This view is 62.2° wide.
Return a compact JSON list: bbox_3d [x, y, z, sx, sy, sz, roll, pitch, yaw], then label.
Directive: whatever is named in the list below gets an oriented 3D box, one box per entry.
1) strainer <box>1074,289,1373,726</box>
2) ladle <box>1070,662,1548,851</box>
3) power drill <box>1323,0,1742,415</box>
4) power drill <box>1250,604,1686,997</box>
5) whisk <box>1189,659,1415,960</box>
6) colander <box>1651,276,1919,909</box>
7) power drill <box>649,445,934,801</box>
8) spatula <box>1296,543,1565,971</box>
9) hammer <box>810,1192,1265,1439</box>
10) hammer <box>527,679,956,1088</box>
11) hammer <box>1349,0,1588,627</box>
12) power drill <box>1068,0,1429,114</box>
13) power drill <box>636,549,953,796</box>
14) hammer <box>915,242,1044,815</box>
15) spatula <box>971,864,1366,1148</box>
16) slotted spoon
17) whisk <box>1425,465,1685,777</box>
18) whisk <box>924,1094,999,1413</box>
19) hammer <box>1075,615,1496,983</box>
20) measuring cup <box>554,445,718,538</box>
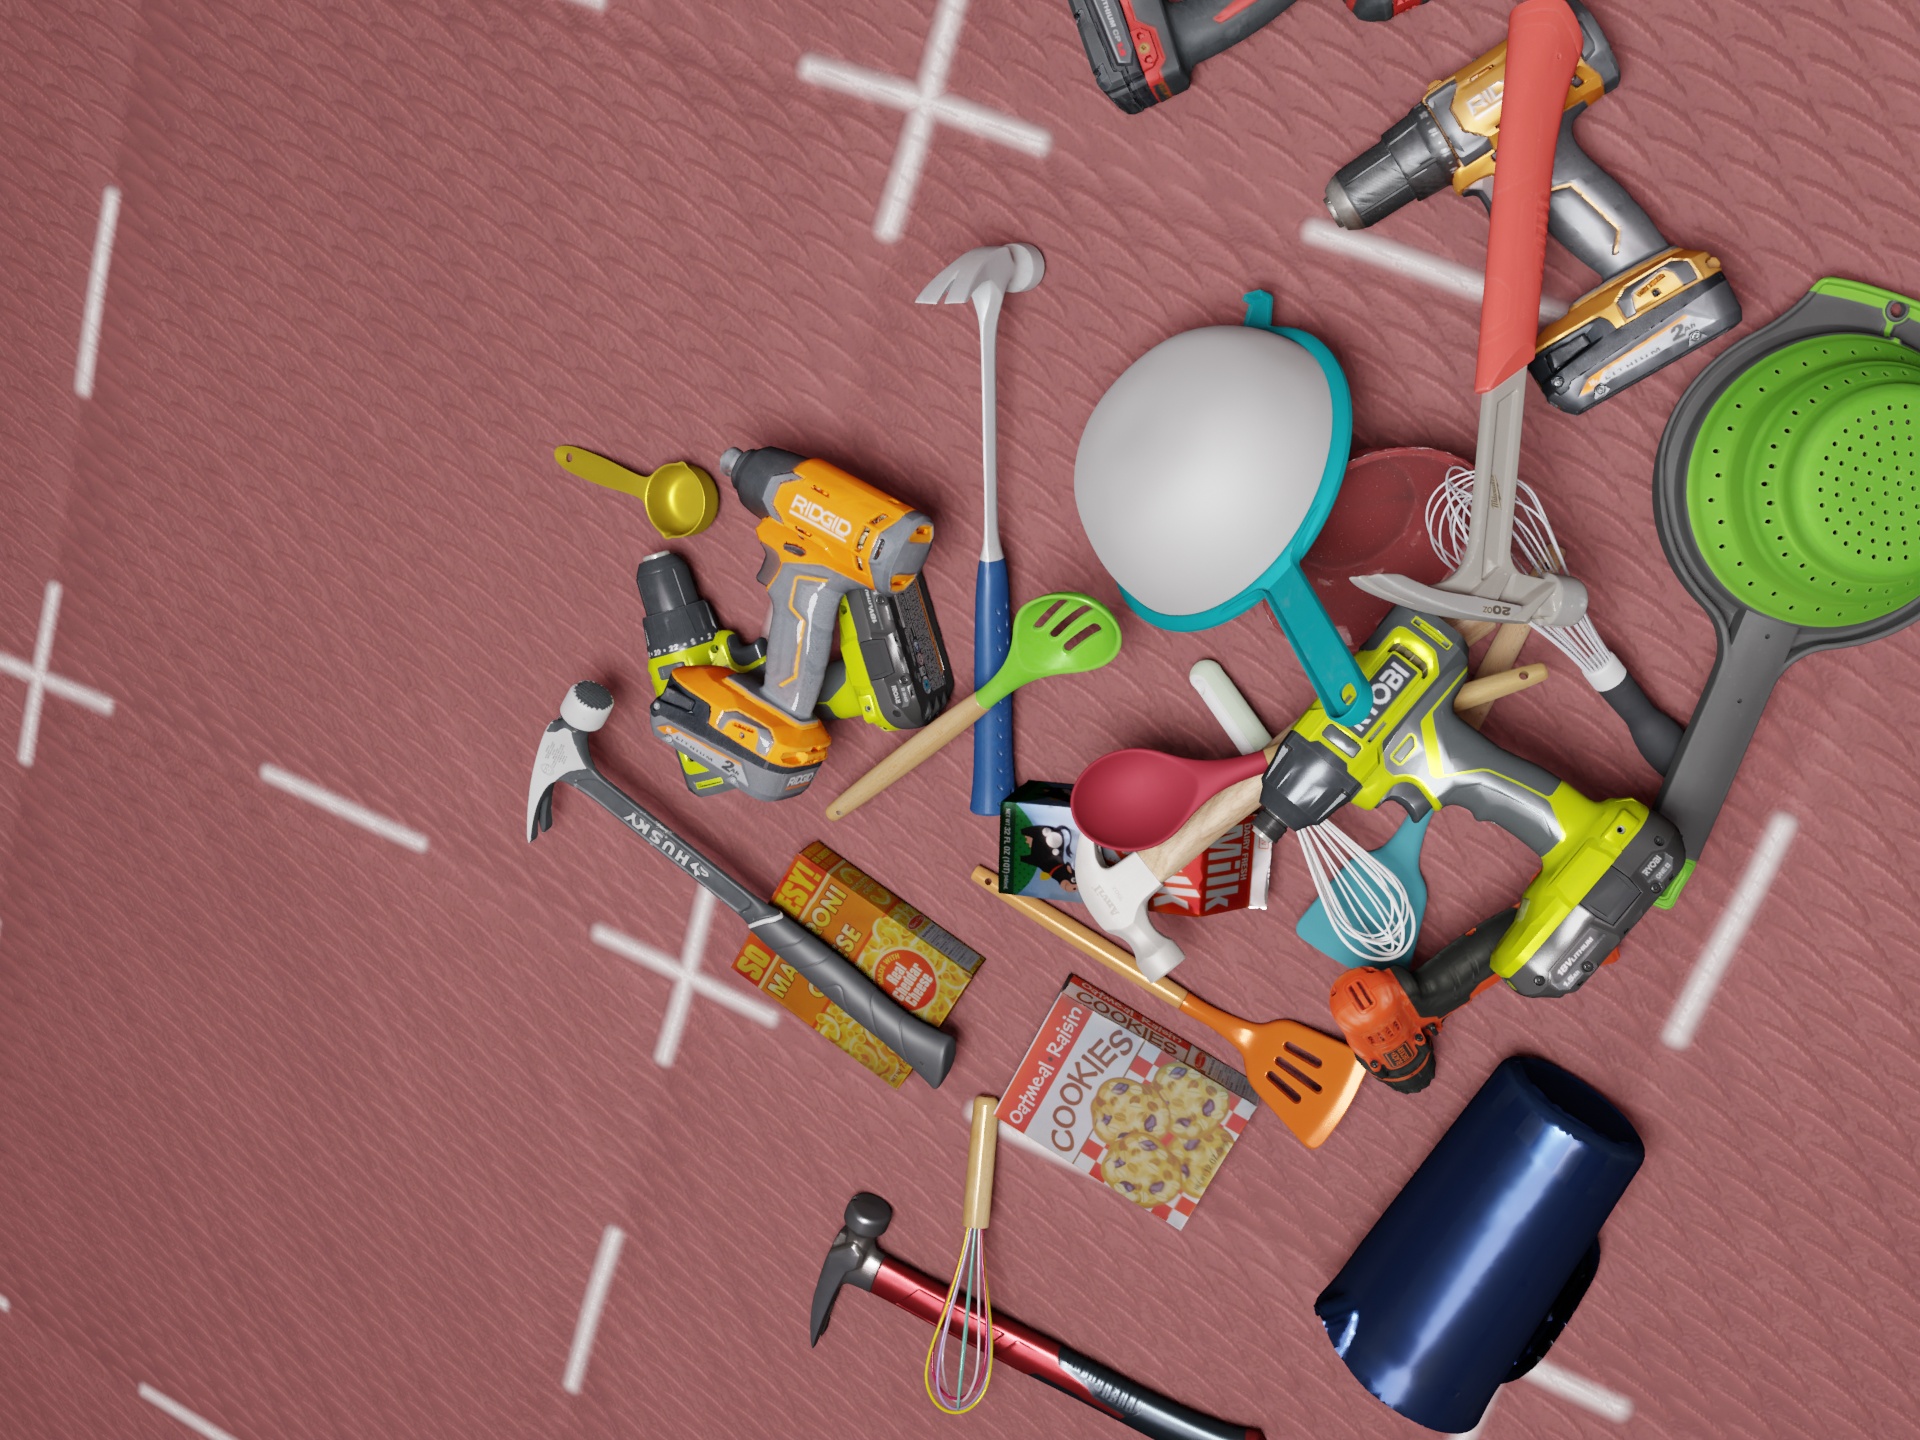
[{"bbox_3d":[0.153,-0.127,0.972,0.095,0.341,0.211,21,123,-32],"label":"strainer"},{"bbox_3d":[0.224,0.017,1.037,0.315,0.031,0.069,-18,78,11],"label":"ladle"},{"bbox_3d":[0.352,-0.302,0.993,0.185,0.084,0.226,-30,86,21],"label":"power drill"},{"bbox_3d":[0.304,0.059,0.973,0.223,0.080,0.171,40,93,12],"label":"power drill"},{"bbox_3d":[0.232,0.058,1.100,0.059,0.057,0.246,-26,71,-19],"label":"whisk"},{"bbox_3d":[0.500,-0.064,0.946,0.204,0.094,0.397,19,99,0],"label":"colander"},{"bbox_3d":[-0.133,-0.076,1.121,0.164,0.084,0.226,30,106,17],"label":"power drill"},{"bbox_3d":[0.334,0.027,1.085,0.082,0.044,0.317,28,108,20],"label":"spatula"},{"bbox_3d":[0.061,0.528,1.285,0.386,0.038,0.143,23,109,13],"label":"hammer"},{"bbox_3d":[-0.170,0.146,1.232,0.409,0.036,0.149,38,121,5],"label":"hammer"},{"bbox_3d":[0.309,-0.237,0.915,0.149,0.037,0.359,7,87,-22],"label":"hammer"},{"bbox_3d":[0.176,-0.509,1.010,0.226,0.080,0.188,-18,95,18],"label":"power drill"},{"bbox_3d":[-0.137,-0.055,1.209,0.228,0.080,0.190,-13,98,23],"label":"power drill"},{"bbox_3d":[0.019,-0.125,1.126,0.035,0.144,0.405,7,110,24],"label":"hammer"},{"bbox_3d":[0.145,0.197,1.186,0.323,0.041,0.081,31,96,12],"label":"spatula"},{"bbox_3d":[-0.002,-0.004,1.128,0.070,0.031,0.313,37,130,-19],"label":"slotted spoon"},{"bbox_3d":[0.389,-0.053,1.006,0.070,0.070,0.284,-38,110,21],"label":"whisk"},{"bbox_3d":[0.006,0.419,1.247,0.047,0.051,0.245,4,85,16],"label":"whisk"},{"bbox_3d":[0.215,0.026,1.069,0.331,0.031,0.130,-40,79,10],"label":"hammer"},{"bbox_3d":[-0.255,-0.188,1.252,0.157,0.029,0.062,24,108,25],"label":"measuring cup"}]
